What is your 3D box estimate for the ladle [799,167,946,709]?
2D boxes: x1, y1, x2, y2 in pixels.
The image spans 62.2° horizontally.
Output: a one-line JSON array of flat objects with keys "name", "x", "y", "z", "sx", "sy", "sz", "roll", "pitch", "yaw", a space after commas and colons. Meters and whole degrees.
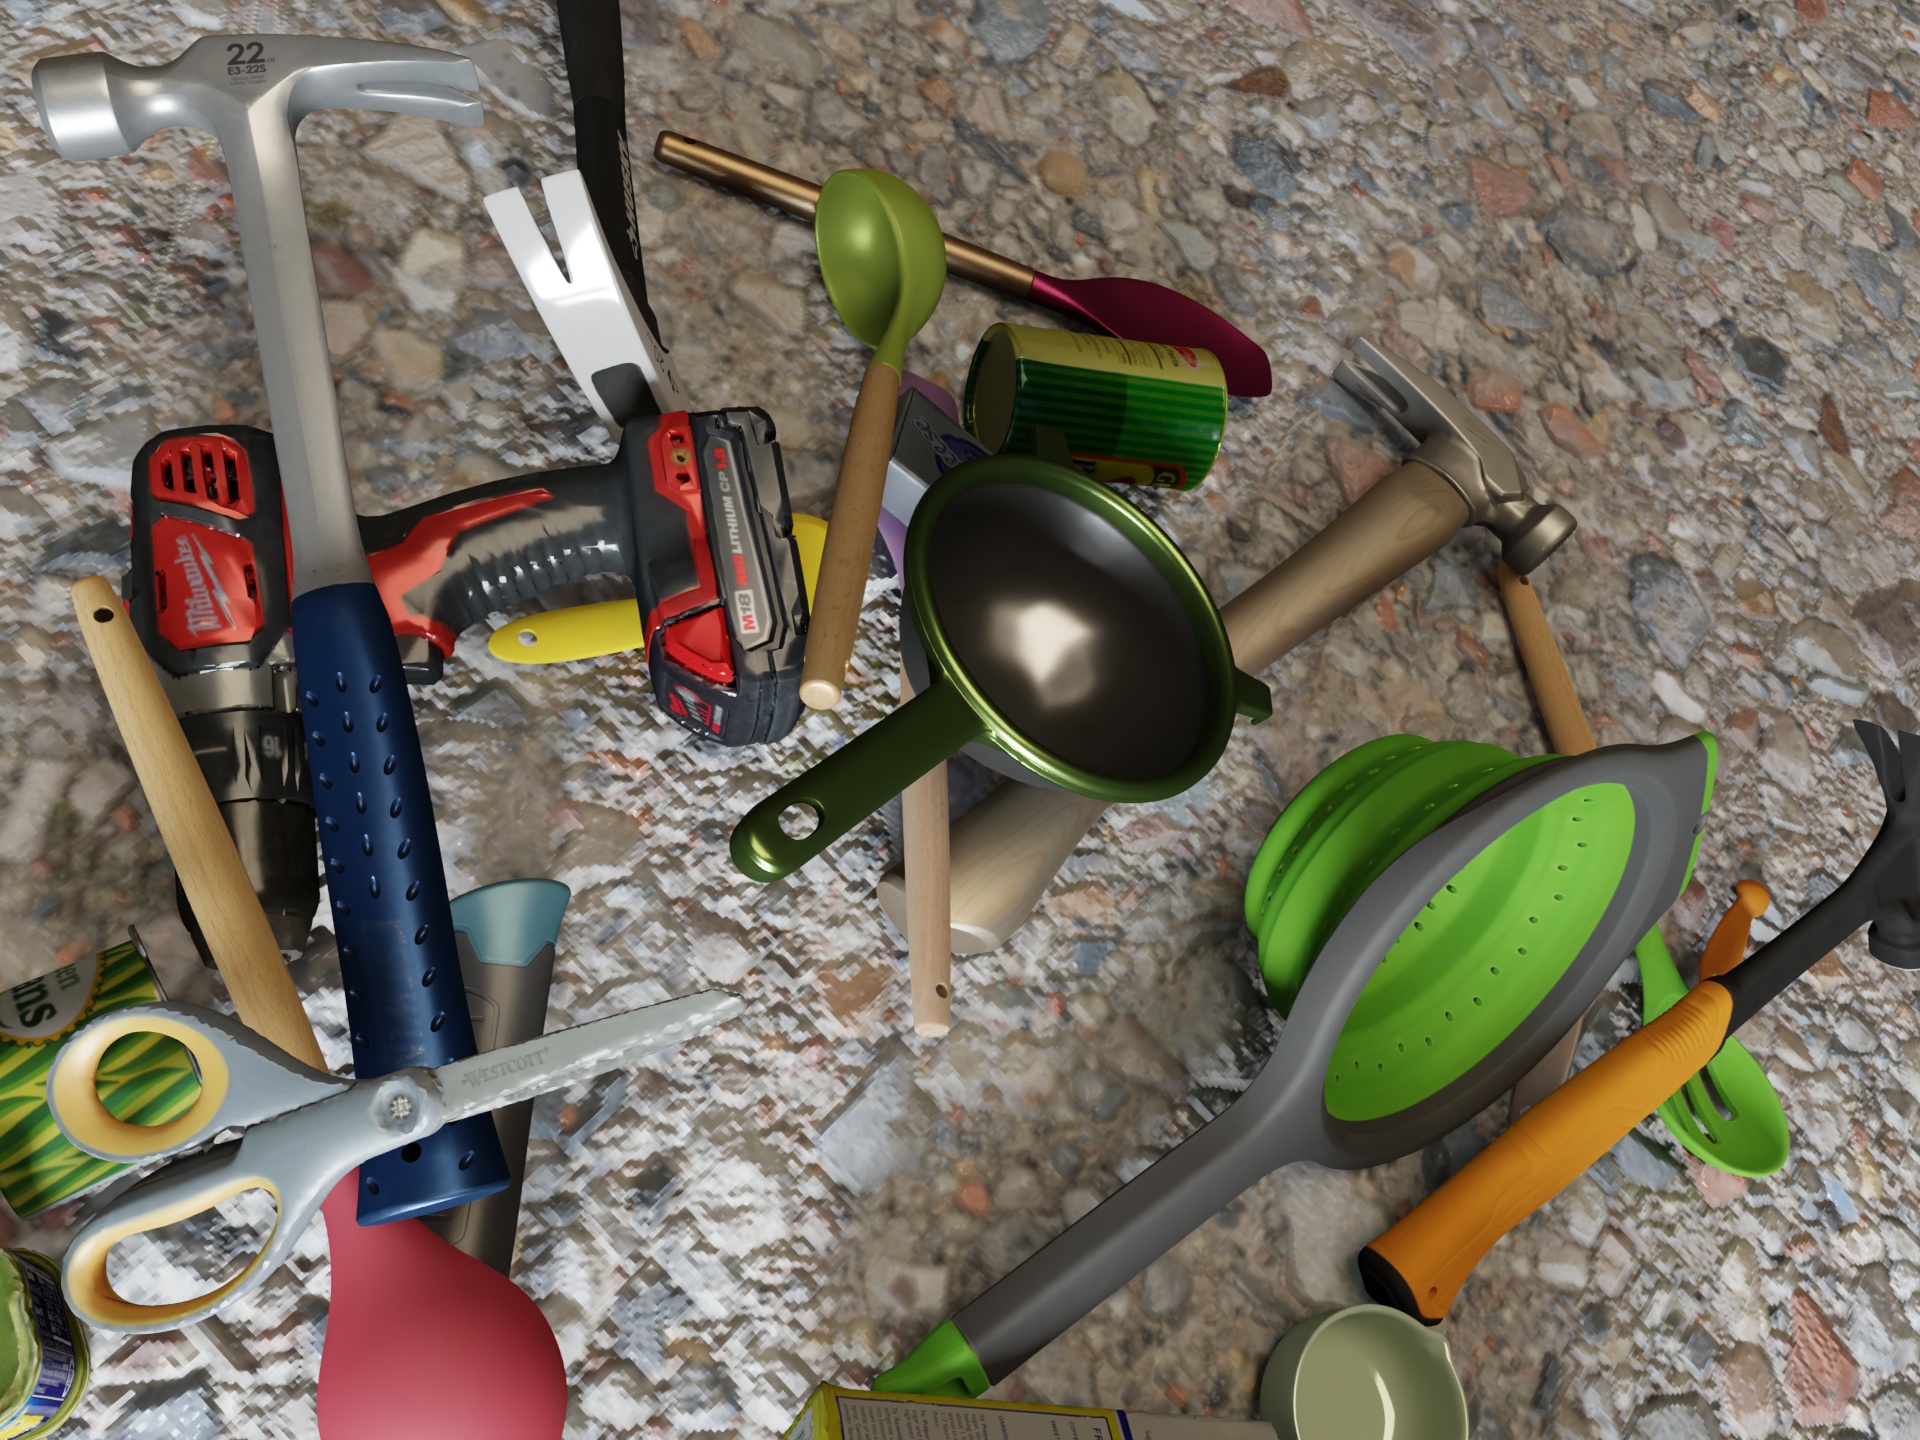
[{"name": "ladle", "x": -0.045, "y": -0.118, "z": 0.611, "sx": 0.062, "sy": 0.078, "sz": 0.320, "roll": 6, "pitch": 44, "yaw": 0}]

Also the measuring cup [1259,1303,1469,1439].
[{"name": "measuring cup", "x": 0.176, "y": 0.298, "z": 0.596, "sx": 0.083, "sy": 0.038, "sz": 0.167, "roll": -34, "pitch": 86, "yaw": -31}]

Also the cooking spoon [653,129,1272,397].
[{"name": "cooking spoon", "x": 0.009, "y": -0.218, "z": 0.763, "sx": 0.318, "sy": 0.017, "sz": 0.069, "roll": 17, "pitch": 49, "yaw": -15}]

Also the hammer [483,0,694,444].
[{"name": "hammer", "x": -0.154, "y": -0.265, "z": 0.665, "sx": 0.035, "sy": 0.146, "sz": 0.335, "roll": -15, "pitch": 61, "yaw": 6}]

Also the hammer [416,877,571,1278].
[{"name": "hammer", "x": -0.164, "y": 0.207, "z": 0.495, "sx": 0.128, "sy": 0.033, "sz": 0.331, "roll": 10, "pitch": 64, "yaw": -18}]

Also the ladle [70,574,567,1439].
[{"name": "ladle", "x": -0.203, "y": 0.095, "z": 0.480, "sx": 0.069, "sy": 0.031, "sz": 0.315, "roll": -23, "pitch": 81, "yaw": -29}]

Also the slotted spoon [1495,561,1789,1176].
[{"name": "slotted spoon", "x": 0.315, "y": 0.062, "z": 0.764, "sx": 0.070, "sy": 0.031, "sz": 0.314, "roll": -3, "pitch": 67, "yaw": -24}]

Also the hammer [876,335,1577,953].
[{"name": "hammer", "x": 0.115, "y": -0.039, "z": 0.715, "sx": 0.410, "sy": 0.038, "sz": 0.146, "roll": -36, "pitch": 77, "yaw": -29}]

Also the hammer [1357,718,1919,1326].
[{"name": "hammer", "x": 0.297, "y": 0.133, "z": 0.668, "sx": 0.337, "sy": 0.034, "sz": 0.127, "roll": -32, "pitch": 118, "yaw": -17}]

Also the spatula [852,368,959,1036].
[{"name": "spatula", "x": -0.018, "y": -0.025, "z": 0.645, "sx": 0.059, "sy": 0.018, "sz": 0.316, "roll": 18, "pitch": 53, "yaw": -31}]

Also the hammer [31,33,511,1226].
[{"name": "hammer", "x": -0.195, "y": -0.051, "z": 0.507, "sx": 0.144, "sy": 0.035, "sz": 0.406, "roll": -12, "pitch": 74, "yaw": -12}]

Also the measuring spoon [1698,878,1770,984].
[{"name": "measuring spoon", "x": 0.370, "y": 0.104, "z": 0.756, "sx": 0.117, "sy": 0.011, "sz": 0.021, "roll": -32, "pitch": 88, "yaw": -49}]

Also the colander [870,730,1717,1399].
[{"name": "colander", "x": 0.116, "y": 0.115, "z": 0.617, "sx": 0.397, "sy": 0.204, "sz": 0.095, "roll": -32, "pitch": 48, "yaw": -15}]

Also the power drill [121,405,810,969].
[{"name": "power drill", "x": -0.169, "y": -0.019, "z": 0.558, "sx": 0.226, "sy": 0.080, "sz": 0.188, "roll": -7, "pitch": 74, "yaw": -14}]

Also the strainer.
[{"name": "strainer", "x": -0.001, "y": -0.002, "z": 0.584, "sx": 0.151, "sy": 0.069, "sz": 0.256, "roll": 51, "pitch": 47, "yaw": 3}]

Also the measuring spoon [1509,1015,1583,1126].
[{"name": "measuring spoon", "x": 0.266, "y": 0.132, "z": 0.709, "sx": 0.018, "sy": 0.034, "sz": 0.124, "roll": 54, "pitch": 54, "yaw": -41}]

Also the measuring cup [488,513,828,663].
[{"name": "measuring cup", "x": -0.108, "y": -0.048, "z": 0.632, "sx": 0.156, "sy": 0.029, "sz": 0.062, "roll": -14, "pitch": 74, "yaw": -29}]
